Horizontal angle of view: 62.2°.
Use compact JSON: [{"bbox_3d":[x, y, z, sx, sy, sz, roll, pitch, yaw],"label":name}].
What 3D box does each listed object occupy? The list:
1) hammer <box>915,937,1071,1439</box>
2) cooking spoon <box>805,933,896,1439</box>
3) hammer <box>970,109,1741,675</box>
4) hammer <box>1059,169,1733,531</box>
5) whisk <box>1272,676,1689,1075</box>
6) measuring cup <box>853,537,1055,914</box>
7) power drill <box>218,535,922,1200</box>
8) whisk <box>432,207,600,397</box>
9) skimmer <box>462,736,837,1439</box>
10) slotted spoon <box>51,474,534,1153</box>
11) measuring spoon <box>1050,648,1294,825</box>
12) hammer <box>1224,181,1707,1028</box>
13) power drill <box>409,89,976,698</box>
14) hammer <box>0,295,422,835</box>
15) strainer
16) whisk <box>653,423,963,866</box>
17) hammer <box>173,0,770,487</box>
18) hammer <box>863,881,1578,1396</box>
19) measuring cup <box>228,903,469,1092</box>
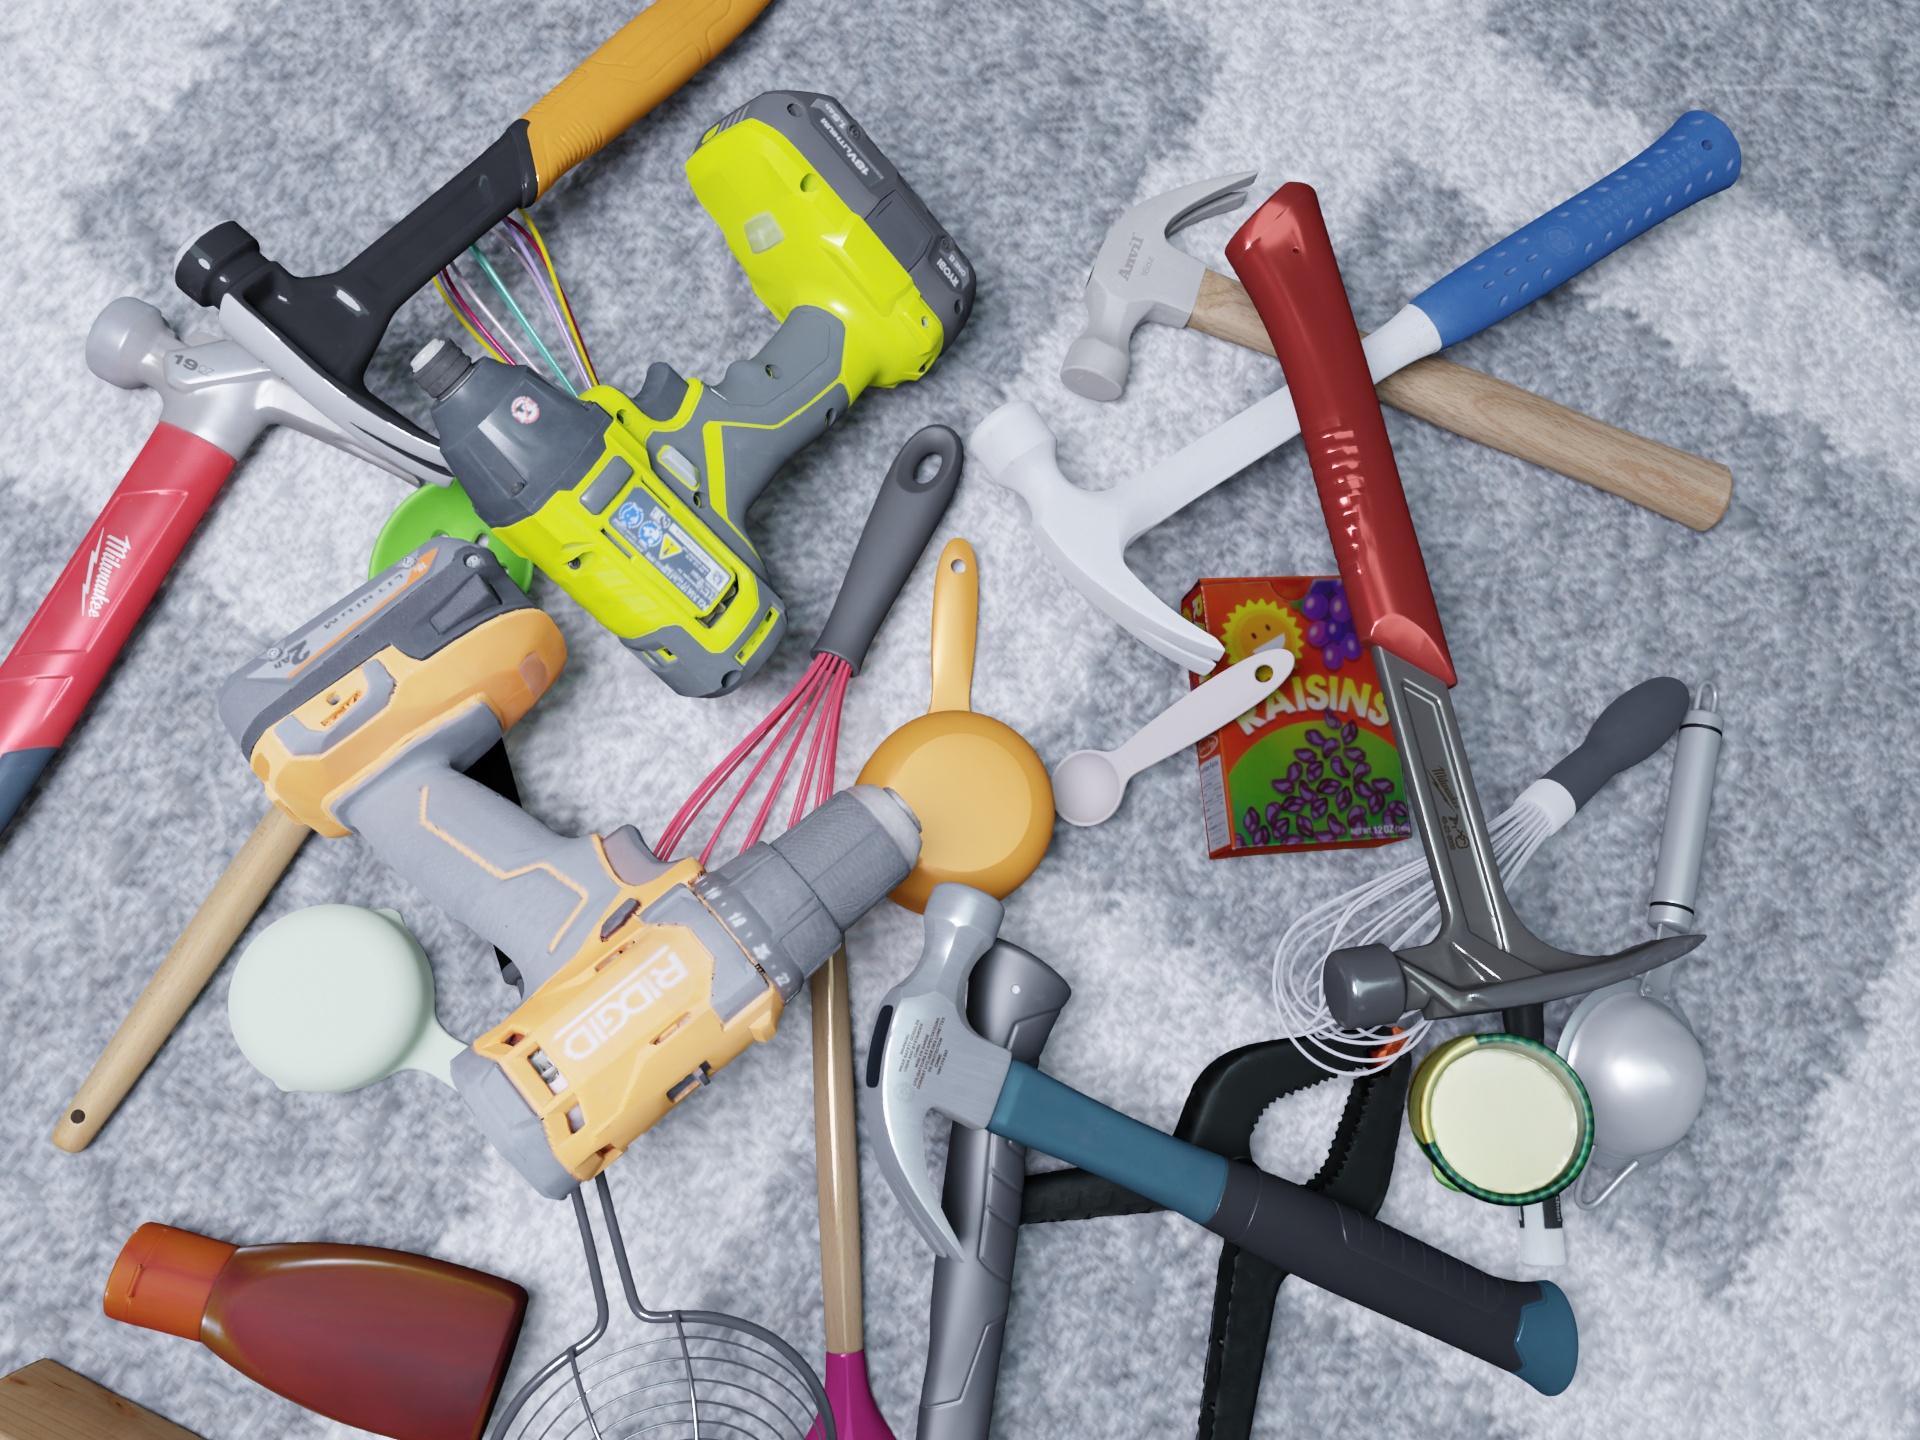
[{"bbox_3d":[-0.005,0.252,0.624,0.146,0.035,0.335,8,80,-2],"label":"hammer"},{"bbox_3d":[-0.049,0.232,0.654,0.068,0.017,0.319,-2,79,-9],"label":"cooking spoon"},{"bbox_3d":[0.208,-0.171,0.734,0.405,0.035,0.144,-33,80,-14],"label":"hammer"},{"bbox_3d":[0.220,-0.167,0.773,0.331,0.031,0.130,20,76,-5],"label":"hammer"},{"bbox_3d":[0.239,0.055,0.706,0.284,0.070,0.070,-35,85,-25],"label":"whisk"},{"bbox_3d":[-0.001,-0.002,0.692,0.095,0.052,0.174,4,80,-8],"label":"measuring cup"},{"bbox_3d":[-0.142,0.034,0.594,0.185,0.084,0.226,-38,71,-15],"label":"power drill"},{"bbox_3d":[-0.161,-0.135,0.703,0.047,0.051,0.245,-34,88,-20],"label":"whisk"},{"bbox_3d":[-0.151,0.163,0.623,0.127,0.090,0.364,-16,63,-14],"label":"skimmer"},{"bbox_3d":[-0.275,0.035,0.657,0.070,0.031,0.314,29,77,4],"label":"slotted spoon"},{"bbox_3d":[0.095,0.007,0.702,0.124,0.018,0.034,-34,69,12],"label":"measuring spoon"},{"bbox_3d":[0.185,-0.060,0.660,0.149,0.036,0.359,-9,75,-10],"label":"hammer"},{"bbox_3d":[-0.103,-0.145,0.654,0.171,0.080,0.223,46,62,-27],"label":"power drill"},{"bbox_3d":[-0.371,0.020,0.639,0.143,0.038,0.386,26,76,-4],"label":"hammer"},{"bbox_3d":[0.325,0.098,0.731,0.086,0.050,0.258,24,72,-20],"label":"strainer"},{"bbox_3d":[-0.061,-0.008,0.685,0.073,0.073,0.296,25,69,-3],"label":"whisk"},{"bbox_3d":[-0.169,-0.250,0.691,0.127,0.034,0.337,41,61,-11],"label":"hammer"},{"bbox_3d":[0.111,0.190,0.630,0.331,0.033,0.128,27,71,-14],"label":"hammer"},{"bbox_3d":[-0.214,0.133,0.638,0.167,0.038,0.083,29,75,0],"label":"measuring cup"}]
